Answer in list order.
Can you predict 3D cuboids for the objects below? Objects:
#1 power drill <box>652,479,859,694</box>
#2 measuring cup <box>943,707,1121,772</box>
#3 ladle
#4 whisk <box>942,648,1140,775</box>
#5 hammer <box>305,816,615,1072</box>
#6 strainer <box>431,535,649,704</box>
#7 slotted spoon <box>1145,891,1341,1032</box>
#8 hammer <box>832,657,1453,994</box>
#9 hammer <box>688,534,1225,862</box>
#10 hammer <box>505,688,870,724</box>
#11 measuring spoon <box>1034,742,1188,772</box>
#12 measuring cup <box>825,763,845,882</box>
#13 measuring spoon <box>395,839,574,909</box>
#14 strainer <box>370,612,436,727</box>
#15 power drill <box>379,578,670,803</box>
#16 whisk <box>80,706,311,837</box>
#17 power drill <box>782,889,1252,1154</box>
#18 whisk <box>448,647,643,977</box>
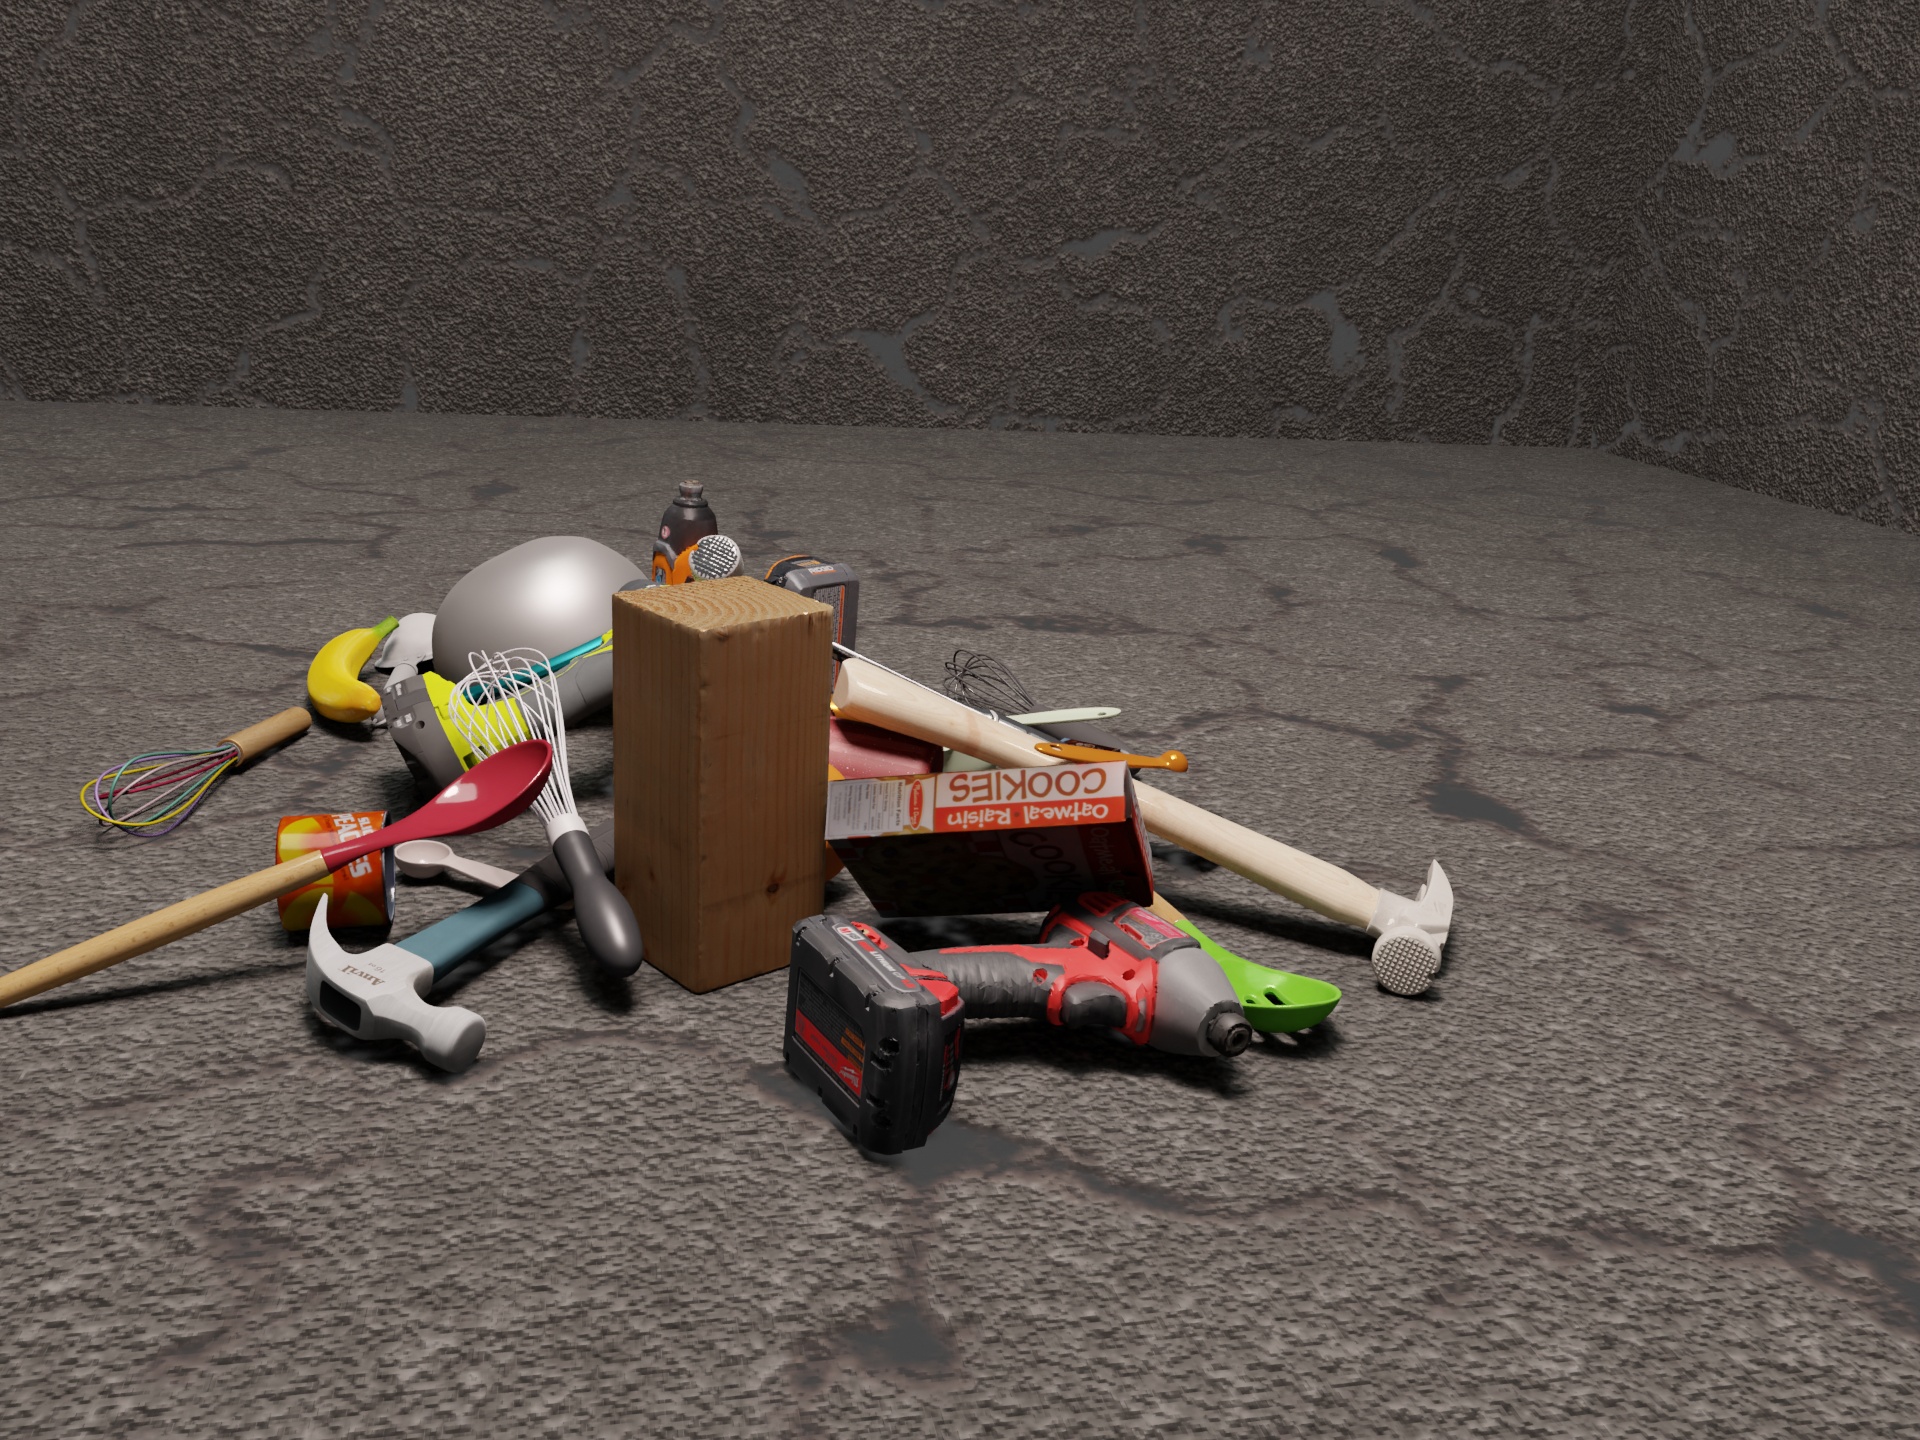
[{"bbox_3d":[-0.192,-0.115,1.406,0.227,0.164,0.084,22,25,39],"label":"power drill"},{"bbox_3d":[0.039,0.017,1.192,0.167,0.038,0.083,-7,21,7],"label":"measuring cup"},{"bbox_3d":[-0.362,0.085,0.841,0.315,0.031,0.069,-24,27,-19],"label":"ladle"},{"bbox_3d":[0.064,-0.005,1.306,0.055,0.055,0.239,-11,26,-37],"label":"whisk"},{"bbox_3d":[-0.244,0.099,0.922,0.128,0.033,0.331,19,20,15],"label":"hammer"},{"bbox_3d":[-0.366,-0.108,1.361,0.211,0.095,0.340,-24,17,-9],"label":"strainer"},{"bbox_3d":[0.123,0.118,0.967,0.070,0.031,0.314,-4,18,-23],"label":"slotted spoon"},{"bbox_3d":[0.110,0.049,1.009,0.411,0.038,0.146,24,21,13],"label":"hammer"},{"bbox_3d":[-0.002,-0.004,1.110,0.409,0.036,0.149,27,-18,10],"label":"hammer"},{"bbox_3d":[-0.193,-0.016,1.305,0.337,0.034,0.127,5,19,3],"label":"hammer"},{"bbox_3d":[0.097,0.020,1.002,0.116,0.011,0.021,7,22,-30],"label":"measuring spoon"},{"bbox_3d":[-0.141,0.052,1.008,0.174,0.095,0.052,18,10,29],"label":"measuring cup"},{"bbox_3d":[-0.290,0.100,0.970,0.124,0.018,0.034,16,20,15],"label":"measuring spoon"},{"bbox_3d":[-0.465,-0.045,1.337,0.087,0.050,0.259,-14,23,-3],"label":"strainer"},{"bbox_3d":[-0.282,-0.028,1.121,0.228,0.080,0.191,-27,27,-14],"label":"power drill"},{"bbox_3d":[-0.521,0.026,1.102,0.047,0.051,0.245,0,14,7],"label":"whisk"},{"bbox_3d":[0.033,0.143,0.800,0.219,0.078,0.143,-4,19,-32],"label":"power drill"},{"bbox_3d":[-0.236,0.046,0.923,0.070,0.070,0.285,-7,40,-30],"label":"whisk"}]
